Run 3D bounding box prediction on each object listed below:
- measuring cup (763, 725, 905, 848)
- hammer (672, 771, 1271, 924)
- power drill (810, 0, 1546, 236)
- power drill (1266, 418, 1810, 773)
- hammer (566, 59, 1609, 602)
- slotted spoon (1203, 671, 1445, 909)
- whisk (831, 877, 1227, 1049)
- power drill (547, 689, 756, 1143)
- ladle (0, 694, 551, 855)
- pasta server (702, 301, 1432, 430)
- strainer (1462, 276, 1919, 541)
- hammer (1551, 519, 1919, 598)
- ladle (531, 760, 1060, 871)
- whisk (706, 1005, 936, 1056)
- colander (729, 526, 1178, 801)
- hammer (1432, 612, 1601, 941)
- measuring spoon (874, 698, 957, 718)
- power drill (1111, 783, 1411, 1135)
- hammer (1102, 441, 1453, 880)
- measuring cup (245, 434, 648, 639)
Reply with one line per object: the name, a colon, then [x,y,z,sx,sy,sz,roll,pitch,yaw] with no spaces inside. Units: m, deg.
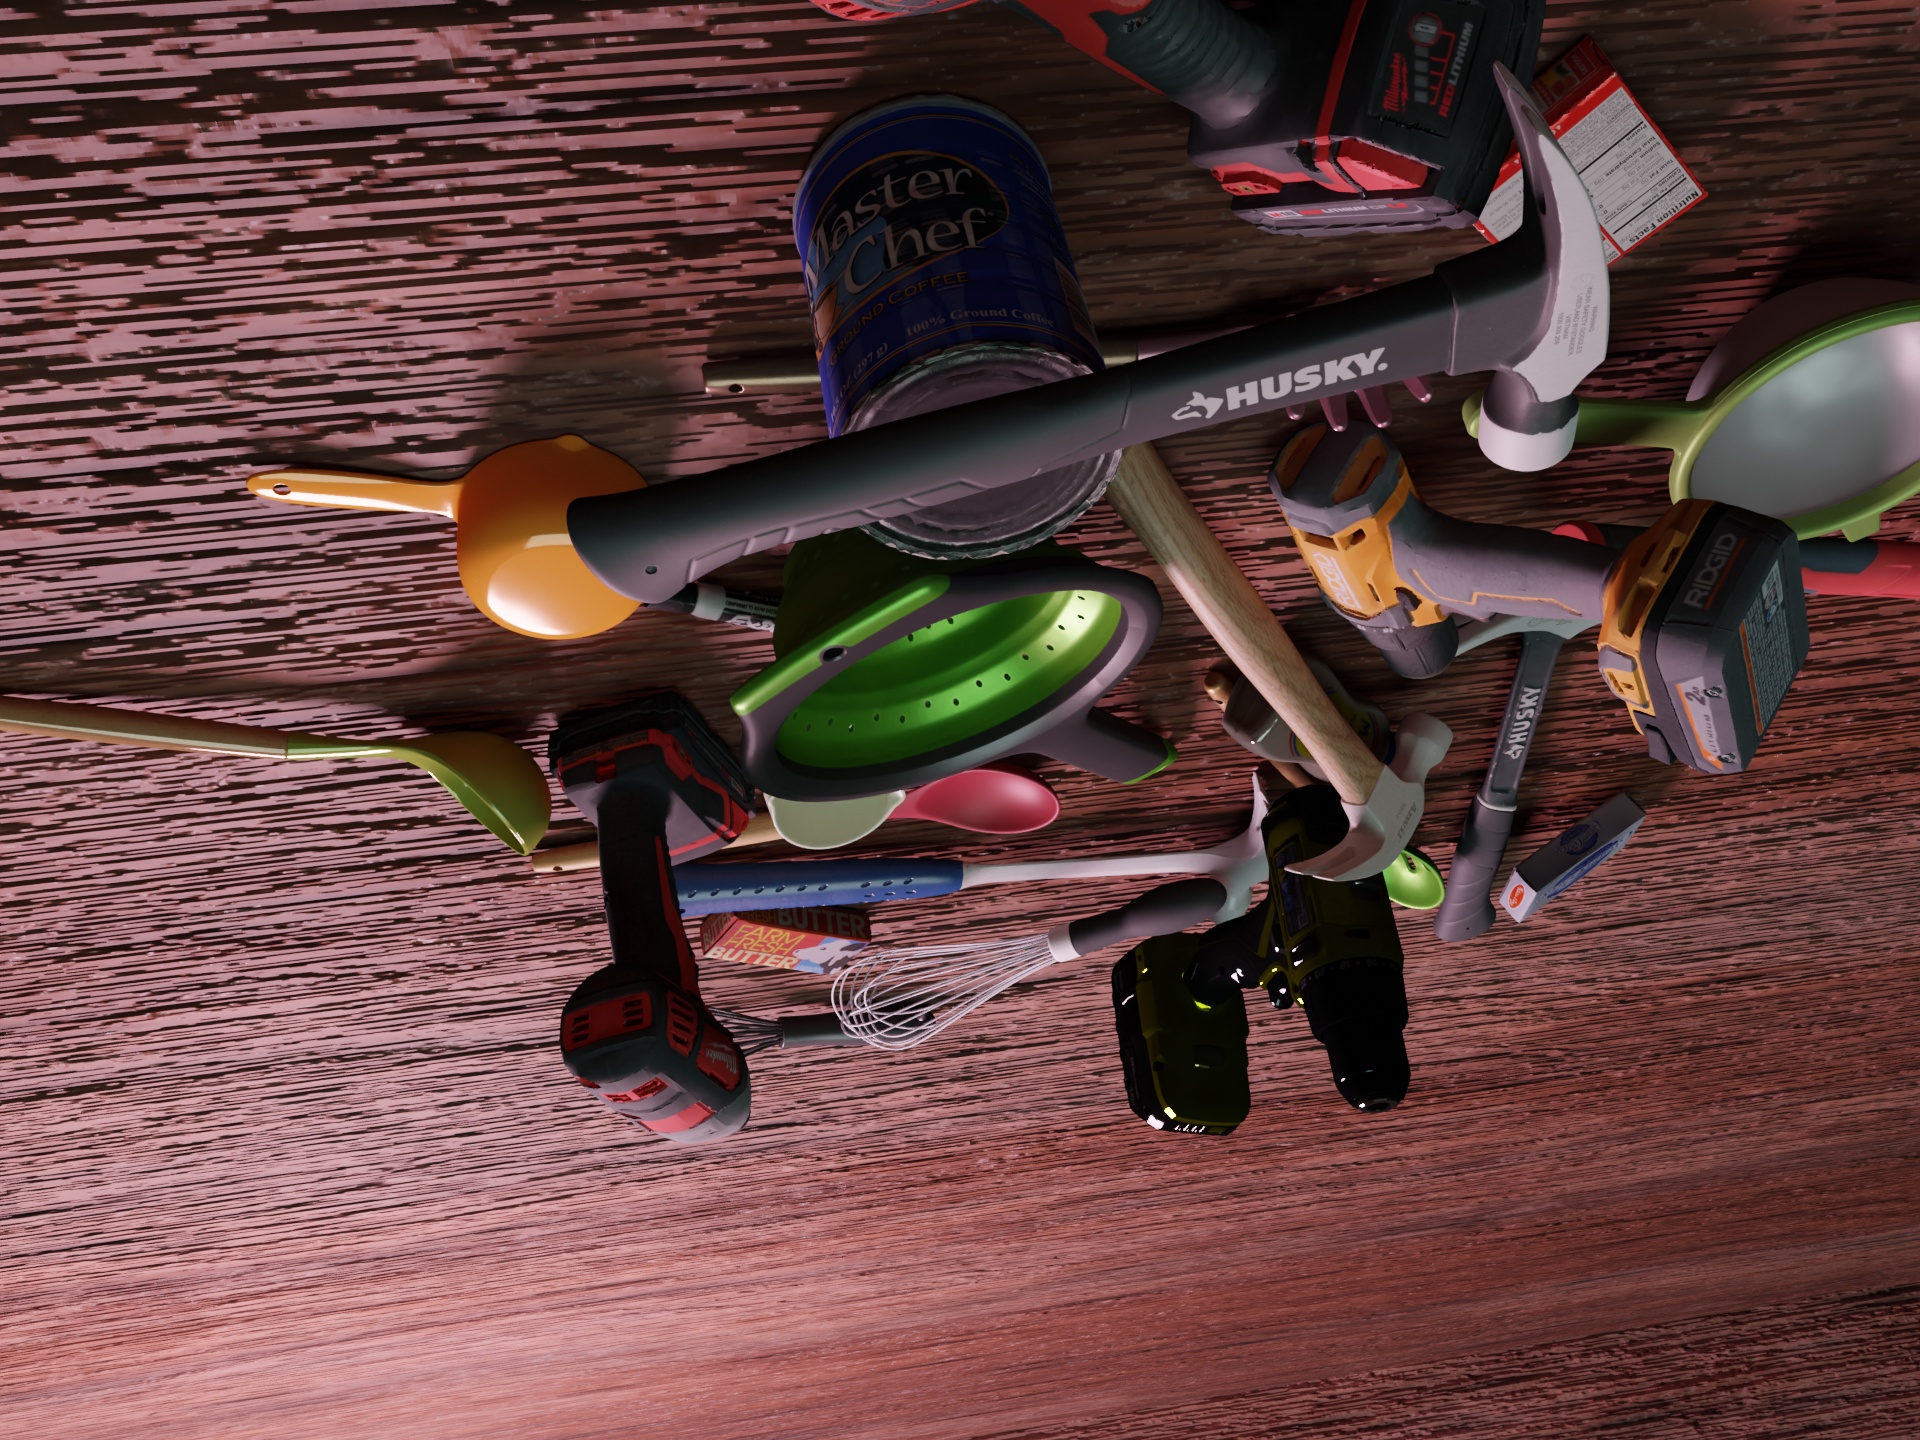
measuring cup: [-0.061,-0.004,0.867,0.083,0.038,0.167,0,127,-29]
hammer: [0.011,0.094,1.014,0.405,0.035,0.144,-2,144,-12]
power drill: [0.073,-0.222,0.478,0.226,0.188,0.080,12,97,-30]
power drill: [0.268,-0.051,0.752,0.084,0.226,0.185,-57,140,-11]
hammer: [0.038,-0.100,0.506,0.335,0.035,0.146,-14,145,4]
slotted spoon: [0.233,0.047,1.011,0.070,0.031,0.313,11,160,43]
whisk: [0.039,0.151,1.022,0.284,0.070,0.070,-22,144,23]
power drill: [-0.153,0.108,0.828,0.078,0.220,0.143,-18,144,10]
ladle: [-0.366,0.021,0.794,0.320,0.062,0.078,8,168,-20]
pasta server: [0.049,-0.151,0.682,0.316,0.040,0.060,-5,148,-7]
strainer: [0.346,-0.154,0.734,0.256,0.069,0.151,0,145,-10]
hammer: [0.480,-0.093,0.850,0.386,0.038,0.143,0,142,-24]
ladle: [-0.098,0.062,0.948,0.315,0.031,0.069,-8,142,-1]
whisk: [-0.128,0.228,1.153,0.239,0.055,0.055,0,144,-23]
colander: [0.019,-0.035,0.808,0.204,0.095,0.396,-30,159,19]
hammer: [0.348,0.043,1.036,0.149,0.036,0.408,-10,145,1]
measuring spoon: [-0.001,-0.003,0.867,0.124,0.018,0.034,1,121,-40]
power drill: [0.188,0.172,0.980,0.080,0.191,0.228,11,144,-23]
hammer: [0.158,-0.029,0.820,0.031,0.130,0.331,7,150,47]
measuring cup: [-0.219,-0.078,0.695,0.173,0.052,0.095,3,142,-23]
